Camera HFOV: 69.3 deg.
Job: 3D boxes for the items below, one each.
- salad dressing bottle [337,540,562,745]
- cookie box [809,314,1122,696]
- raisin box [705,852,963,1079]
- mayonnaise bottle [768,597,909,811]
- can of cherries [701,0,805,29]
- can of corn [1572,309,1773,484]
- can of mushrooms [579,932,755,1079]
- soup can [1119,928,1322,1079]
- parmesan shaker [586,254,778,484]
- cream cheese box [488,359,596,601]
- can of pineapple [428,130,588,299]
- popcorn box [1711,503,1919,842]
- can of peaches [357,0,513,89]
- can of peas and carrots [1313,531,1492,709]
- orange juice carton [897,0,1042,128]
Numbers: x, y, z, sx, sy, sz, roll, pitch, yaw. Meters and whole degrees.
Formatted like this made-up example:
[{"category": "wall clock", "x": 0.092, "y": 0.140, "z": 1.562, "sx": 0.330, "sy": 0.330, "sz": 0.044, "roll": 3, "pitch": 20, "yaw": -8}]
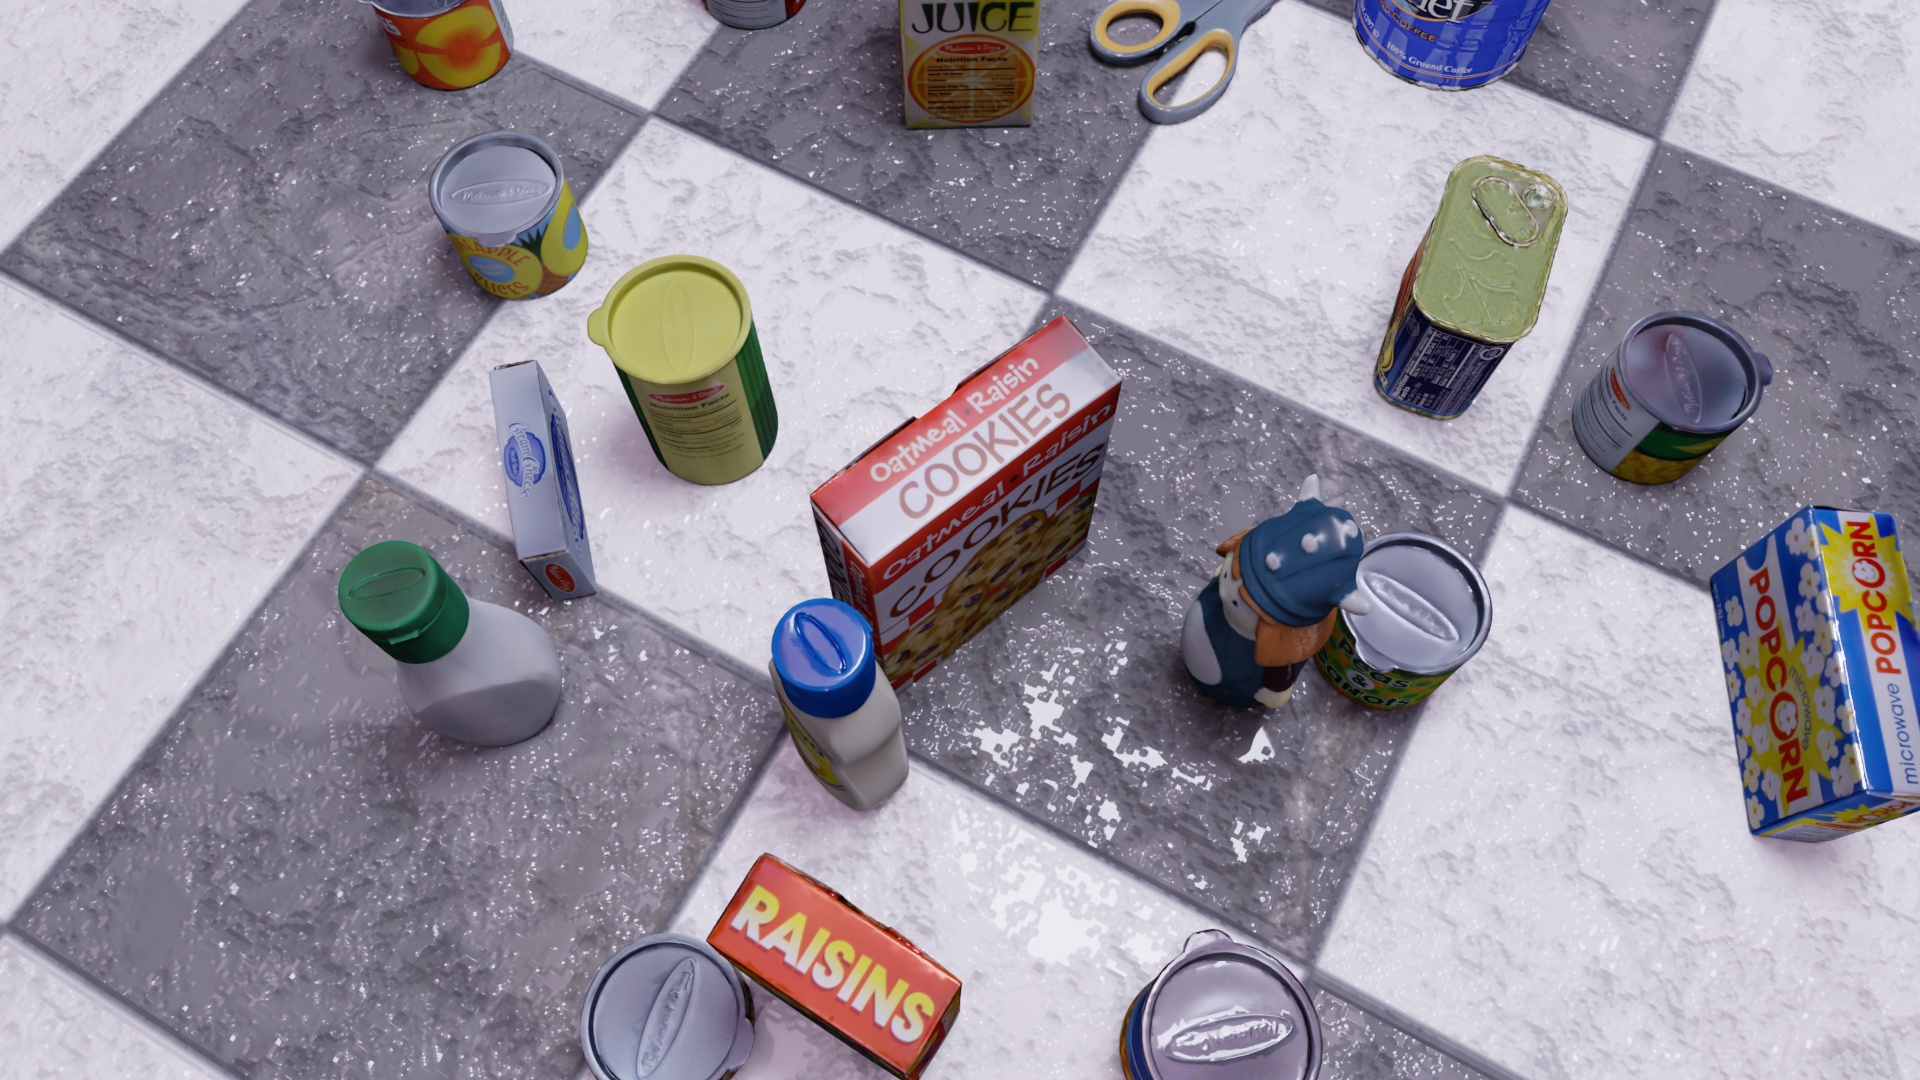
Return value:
[{"category": "salad dressing bottle", "x": -0.208, "y": 0.045, "z": 0.571, "sx": 0.064, "sy": 0.147, "sz": 0.044, "roll": -17, "pitch": 68, "yaw": -7}, {"category": "cookie box", "x": 0.002, "y": -0.007, "z": 0.584, "sx": 0.123, "sy": 0.166, "sz": 0.040, "roll": -38, "pitch": 72, "yaw": -15}, {"category": "raisin box", "x": -0.043, "y": 0.167, "z": 0.531, "sx": 0.086, "sy": 0.123, "sz": 0.040, "roll": 30, "pitch": 70, "yaw": 12}, {"category": "mayonnaise bottle", "x": -0.051, "y": 0.065, "z": 0.563, "sx": 0.041, "sy": 0.147, "sz": 0.065, "roll": -36, "pitch": 72, "yaw": -14}, {"category": "can of cherries", "x": -0.119, "y": -0.337, "z": 0.787, "sx": 0.071, "sy": 0.058, "sz": 0.072, "roll": 0, "pitch": 67, "yaw": 0}, {"category": "can of corn", "x": 0.342, "y": -0.068, "z": 0.672, "sx": 0.071, "sy": 0.058, "sz": 0.071, "roll": 0, "pitch": 67, "yaw": 0}, {"category": "can of mushrooms", "x": -0.116, "y": 0.197, "z": 0.567, "sx": 0.071, "sy": 0.033, "sz": 0.071, "roll": 0, "pitch": 66, "yaw": 0}, {"category": "soup can", "x": 0.098, "y": 0.193, "z": 0.542, "sx": 0.071, "sy": 0.083, "sz": 0.071, "roll": 0, "pitch": 67, "yaw": 0}, {"category": "parmesan shaker", "x": -0.126, "y": -0.077, "z": 0.649, "sx": 0.071, "sy": 0.102, "sz": 0.071, "roll": 0, "pitch": 67, "yaw": 0}, {"category": "cream cheese box", "x": -0.197, "y": -0.028, "z": 0.654, "sx": 0.024, "sy": 0.053, "sz": 0.104, "roll": -14, "pitch": 67, "yaw": -6}, {"category": "can of pineapple", "x": -0.230, "y": -0.164, "z": 0.711, "sx": 0.071, "sy": 0.057, "sz": 0.071, "roll": 0, "pitch": 67, "yaw": 0}, {"category": "popcorn box", "x": 0.372, "y": 0.059, "z": 0.601, "sx": 0.038, "sy": 0.085, "sz": 0.127, "roll": 4, "pitch": 67, "yaw": 2}, {"category": "can of peaches", "x": -0.289, "y": -0.293, "z": 0.767, "sx": 0.071, "sy": 0.058, "sz": 0.071, "roll": 0, "pitch": 67, "yaw": 0}, {"category": "can of peas and carrots", "x": 0.195, "y": 0.039, "z": 0.624, "sx": 0.071, "sy": 0.058, "sz": 0.071, "roll": 0, "pitch": 67, "yaw": 0}, {"category": "orange juice carton", "x": 0.004, "y": -0.298, "z": 0.698, "sx": 0.073, "sy": 0.192, "sz": 0.072, "roll": -2, "pitch": 67, "yaw": -1}]
